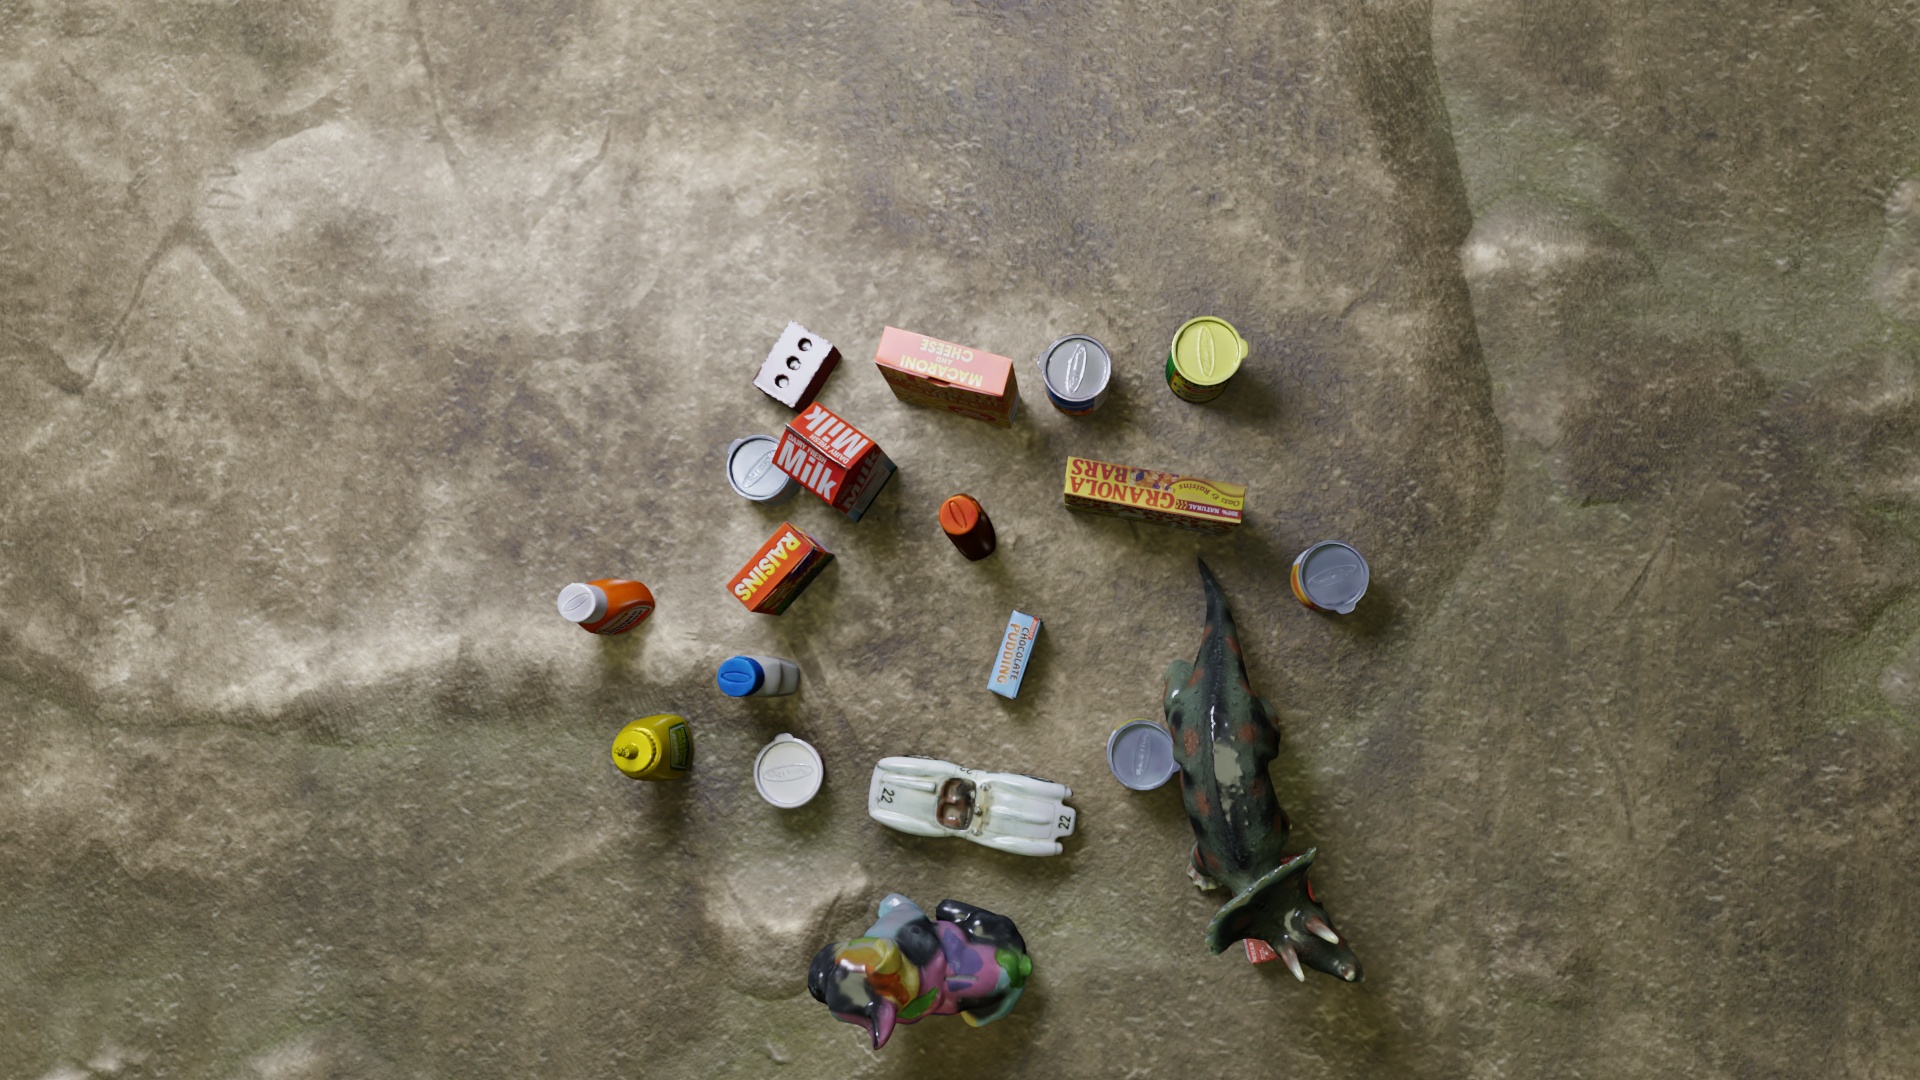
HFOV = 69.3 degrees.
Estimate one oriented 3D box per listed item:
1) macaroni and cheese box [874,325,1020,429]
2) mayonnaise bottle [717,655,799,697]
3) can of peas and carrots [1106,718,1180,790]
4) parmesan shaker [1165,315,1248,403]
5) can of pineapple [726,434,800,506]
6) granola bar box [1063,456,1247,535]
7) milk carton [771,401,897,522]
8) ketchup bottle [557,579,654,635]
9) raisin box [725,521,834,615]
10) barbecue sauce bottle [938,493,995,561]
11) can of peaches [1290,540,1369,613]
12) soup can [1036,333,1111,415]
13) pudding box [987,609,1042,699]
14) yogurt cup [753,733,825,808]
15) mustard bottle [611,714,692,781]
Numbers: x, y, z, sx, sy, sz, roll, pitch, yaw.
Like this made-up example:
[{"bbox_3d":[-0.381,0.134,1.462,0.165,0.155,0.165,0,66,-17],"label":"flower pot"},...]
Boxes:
[{"bbox_3d":[-0.009,-0.153,1.333,0.124,0.166,0.040,16,86,6],"label":"macaroni and cheese box"},{"bbox_3d":[-0.197,0.131,1.329,0.065,0.148,0.041,4,85,5],"label":"mayonnaise bottle"},{"bbox_3d":[0.176,0.205,1.336,0.071,0.058,0.071,0,84,5],"label":"can of peas and carrots"},{"bbox_3d":[0.237,-0.173,1.347,0.071,0.103,0.071,0,85,5],"label":"parmesan shaker"},{"bbox_3d":[-0.197,-0.071,1.395,0.071,0.058,0.071,0,84,5],"label":"can of pineapple"},{"bbox_3d":[0.182,-0.040,1.327,0.166,0.124,0.039,10,86,6],"label":"granola bar box"},{"bbox_3d":[-0.120,-0.075,1.322,0.072,0.190,0.073,35,89,7],"label":"milk carton"},{"bbox_3d":[-0.348,0.063,1.348,0.065,0.148,0.043,-35,83,1],"label":"ketchup bottle"},{"bbox_3d":[-0.173,0.030,1.350,0.040,0.123,0.086,44,89,7],"label":"raisin box"},{"bbox_3d":[0.005,-0.017,1.327,0.043,0.148,0.065,-28,83,2],"label":"barbecue sauce bottle"},{"bbox_3d":[0.355,0.037,1.339,0.071,0.058,0.071,0,84,5],"label":"can of peaches"},{"bbox_3d":[0.112,-0.162,1.366,0.071,0.083,0.071,0,85,5],"label":"soup can"},{"bbox_3d":[0.054,0.112,1.360,0.030,0.049,0.083,18,86,6],"label":"pudding box"},{"bbox_3d":[-0.164,0.227,1.364,0.072,0.054,0.072,0,84,5],"label":"yogurt cup"},{"bbox_3d":[-0.297,0.200,1.324,0.049,0.160,0.065,-5,84,4],"label":"mustard bottle"}]
